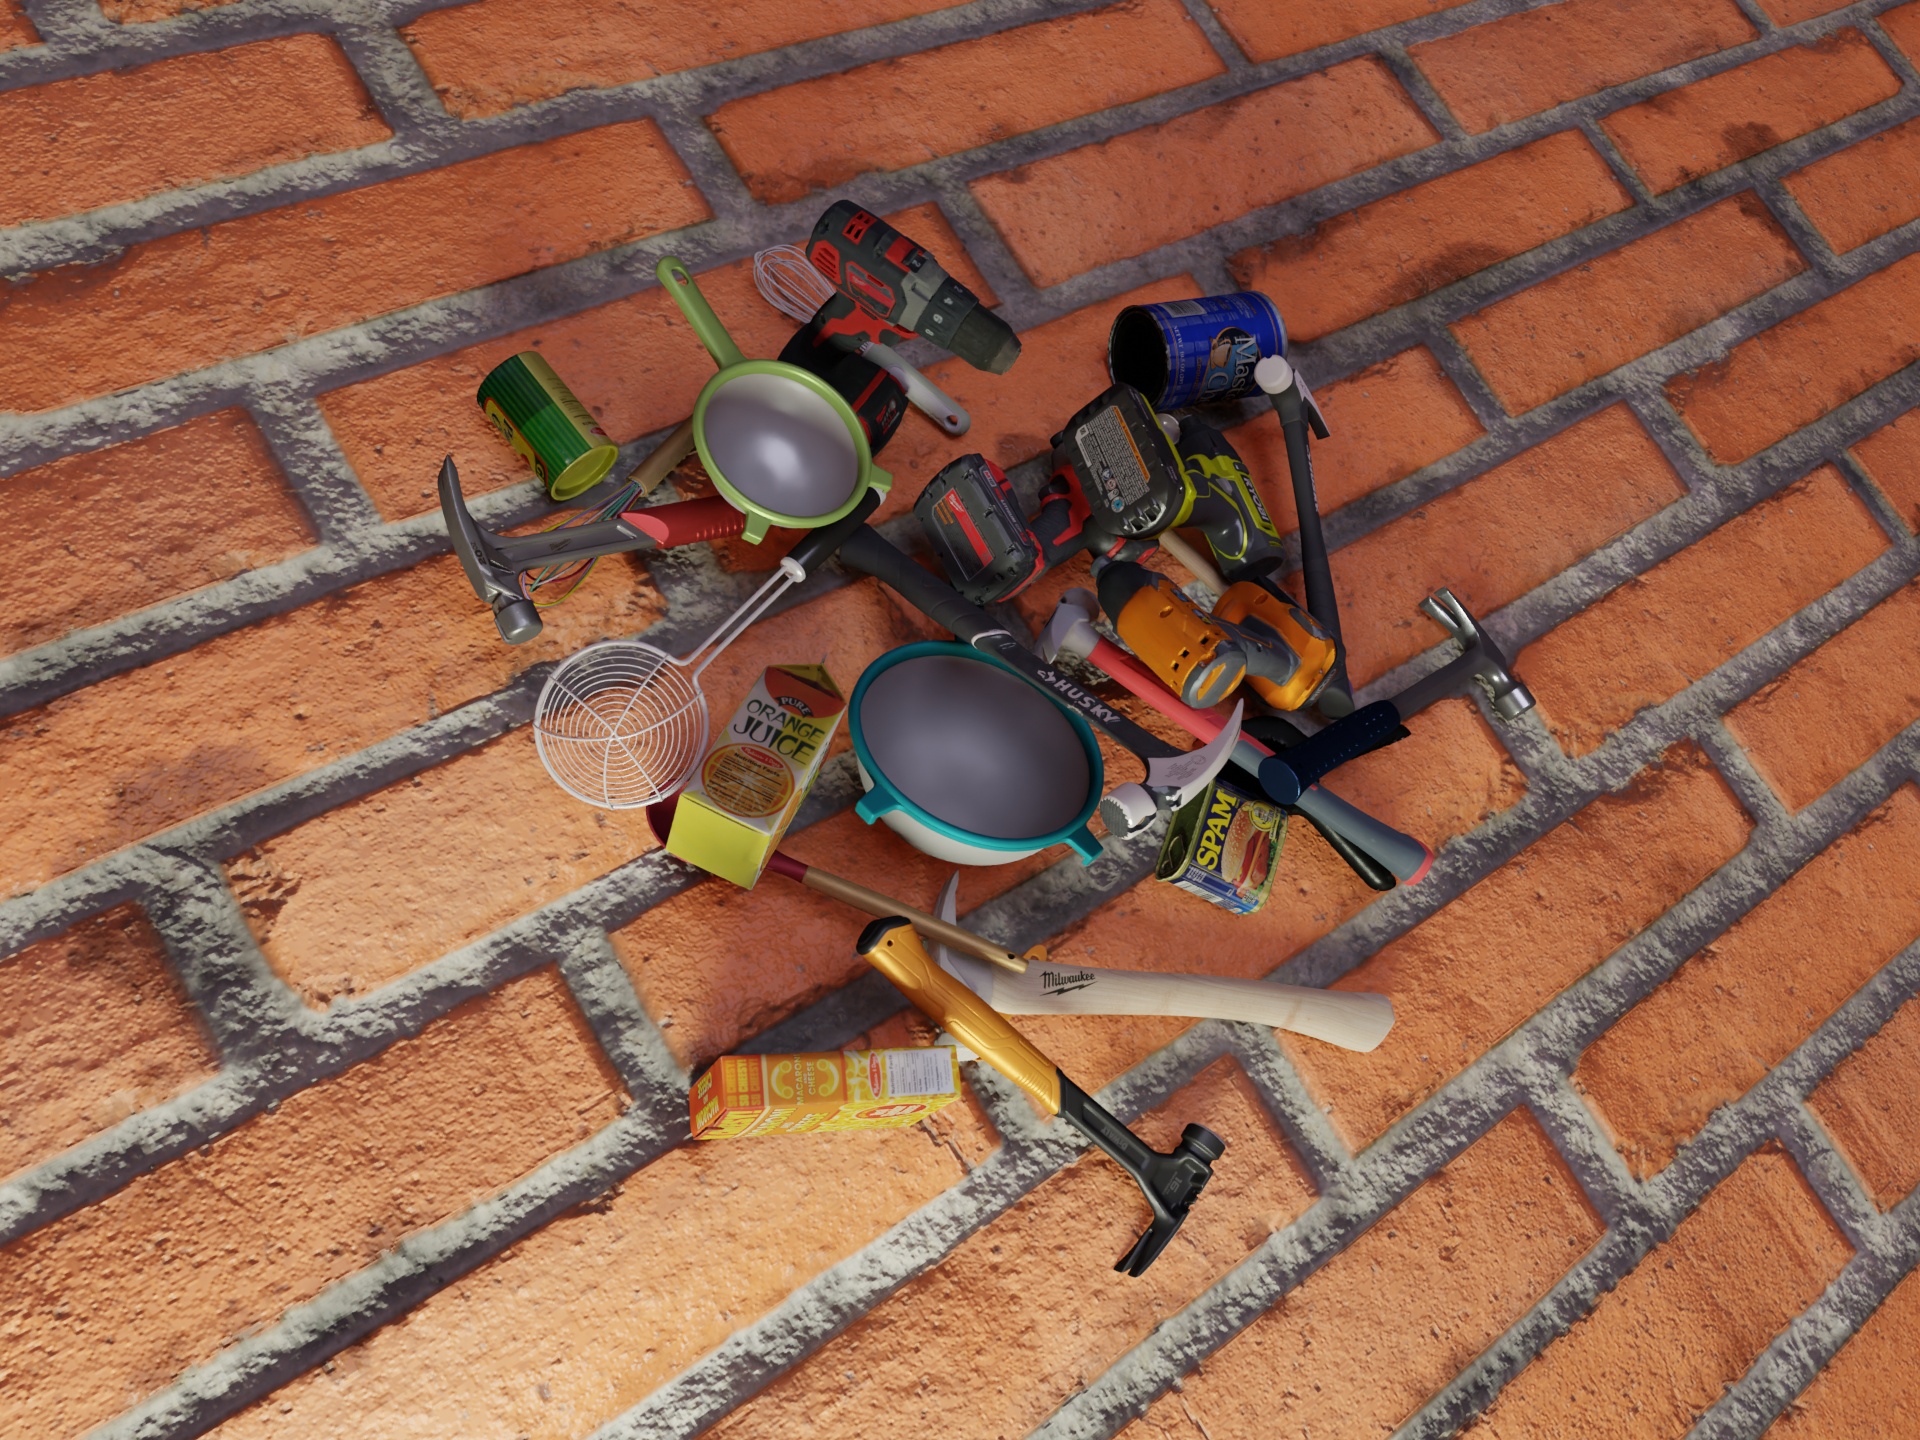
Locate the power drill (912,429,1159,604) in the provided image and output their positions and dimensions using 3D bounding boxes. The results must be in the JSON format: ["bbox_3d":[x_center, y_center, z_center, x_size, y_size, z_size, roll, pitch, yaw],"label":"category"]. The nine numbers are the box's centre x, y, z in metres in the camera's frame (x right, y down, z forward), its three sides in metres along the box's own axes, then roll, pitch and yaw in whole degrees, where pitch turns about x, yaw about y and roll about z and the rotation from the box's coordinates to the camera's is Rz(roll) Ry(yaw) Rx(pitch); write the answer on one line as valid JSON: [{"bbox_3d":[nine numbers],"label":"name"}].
[{"bbox_3d":[0.071,-0.184,1.389,0.219,0.078,0.143,-19,76,-45],"label":"power drill"}]

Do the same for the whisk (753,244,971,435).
[{"bbox_3d":[-0.088,-0.341,1.437,0.246,0.057,0.059,39,30,-6],"label":"whisk"}]

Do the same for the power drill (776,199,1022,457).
[{"bbox_3d":[-0.060,-0.308,1.327,0.188,0.226,0.080,34,60,-4],"label":"power drill"}]

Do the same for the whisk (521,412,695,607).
[{"bbox_3d":[-0.280,-0.181,1.297,0.047,0.051,0.245,35,57,3],"label":"whisk"}]

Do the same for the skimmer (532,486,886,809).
[{"bbox_3d":[-0.183,-0.076,1.259,0.127,0.090,0.363,49,52,-11],"label":"skimmer"}]

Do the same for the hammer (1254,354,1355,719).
[{"bbox_3d":[0.331,-0.164,1.490,0.146,0.035,0.335,23,58,-60],"label":"hammer"}]

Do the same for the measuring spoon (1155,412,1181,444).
[{"bbox_3d":[0.152,-0.268,1.516,0.124,0.018,0.034,-12,78,-18],"label":"measuring spoon"}]

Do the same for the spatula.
[{"bbox_3d":[0.246,-0.125,1.485,0.316,0.018,0.060,42,55,-1],"label":"spatula"}]

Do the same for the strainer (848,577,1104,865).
[{"bbox_3d":[-0.002,-0.004,1.309,0.211,0.095,0.341,12,44,-16],"label":"strainer"}]

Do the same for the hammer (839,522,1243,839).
[{"bbox_3d":[0.042,-0.057,1.242,0.149,0.036,0.409,-30,49,-28],"label":"hammer"}]

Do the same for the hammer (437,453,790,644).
[{"bbox_3d":[-0.228,-0.166,1.274,0.359,0.036,0.149,-18,77,-37],"label":"hammer"}]

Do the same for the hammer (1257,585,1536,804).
[{"bbox_3d":[0.384,-0.014,1.418,0.405,0.035,0.144,-23,77,-44],"label":"hammer"}]

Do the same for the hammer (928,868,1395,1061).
[{"bbox_3d":[0.170,0.214,1.294,0.410,0.038,0.146,8,61,-20],"label":"hammer"}]

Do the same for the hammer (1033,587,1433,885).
[{"bbox_3d":[0.232,0.028,1.338,0.386,0.038,0.143,34,29,-3],"label":"hammer"}]

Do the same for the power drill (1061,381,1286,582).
[{"bbox_3d":[0.193,-0.218,1.424,0.223,0.080,0.171,7,56,-52],"label":"power drill"}]

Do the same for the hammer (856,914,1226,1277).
[{"bbox_3d":[0.049,0.267,1.180,0.336,0.034,0.127,43,69,-13],"label":"hammer"}]

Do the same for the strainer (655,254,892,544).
[{"bbox_3d":[-0.180,-0.253,1.280,0.151,0.069,0.256,-28,83,-36],"label":"strainer"}]

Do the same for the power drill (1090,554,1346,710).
[{"bbox_3d":[0.215,-0.080,1.359,0.226,0.084,0.164,2,39,-49],"label":"power drill"}]

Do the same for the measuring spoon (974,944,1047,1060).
[{"bbox_3d":[0.037,0.223,1.261,0.021,0.011,0.117,38,57,-1],"label":"measuring spoon"}]

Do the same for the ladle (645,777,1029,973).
[{"bbox_3d":[-0.094,0.126,1.214,0.315,0.031,0.069,23,54,1],"label":"ladle"}]
